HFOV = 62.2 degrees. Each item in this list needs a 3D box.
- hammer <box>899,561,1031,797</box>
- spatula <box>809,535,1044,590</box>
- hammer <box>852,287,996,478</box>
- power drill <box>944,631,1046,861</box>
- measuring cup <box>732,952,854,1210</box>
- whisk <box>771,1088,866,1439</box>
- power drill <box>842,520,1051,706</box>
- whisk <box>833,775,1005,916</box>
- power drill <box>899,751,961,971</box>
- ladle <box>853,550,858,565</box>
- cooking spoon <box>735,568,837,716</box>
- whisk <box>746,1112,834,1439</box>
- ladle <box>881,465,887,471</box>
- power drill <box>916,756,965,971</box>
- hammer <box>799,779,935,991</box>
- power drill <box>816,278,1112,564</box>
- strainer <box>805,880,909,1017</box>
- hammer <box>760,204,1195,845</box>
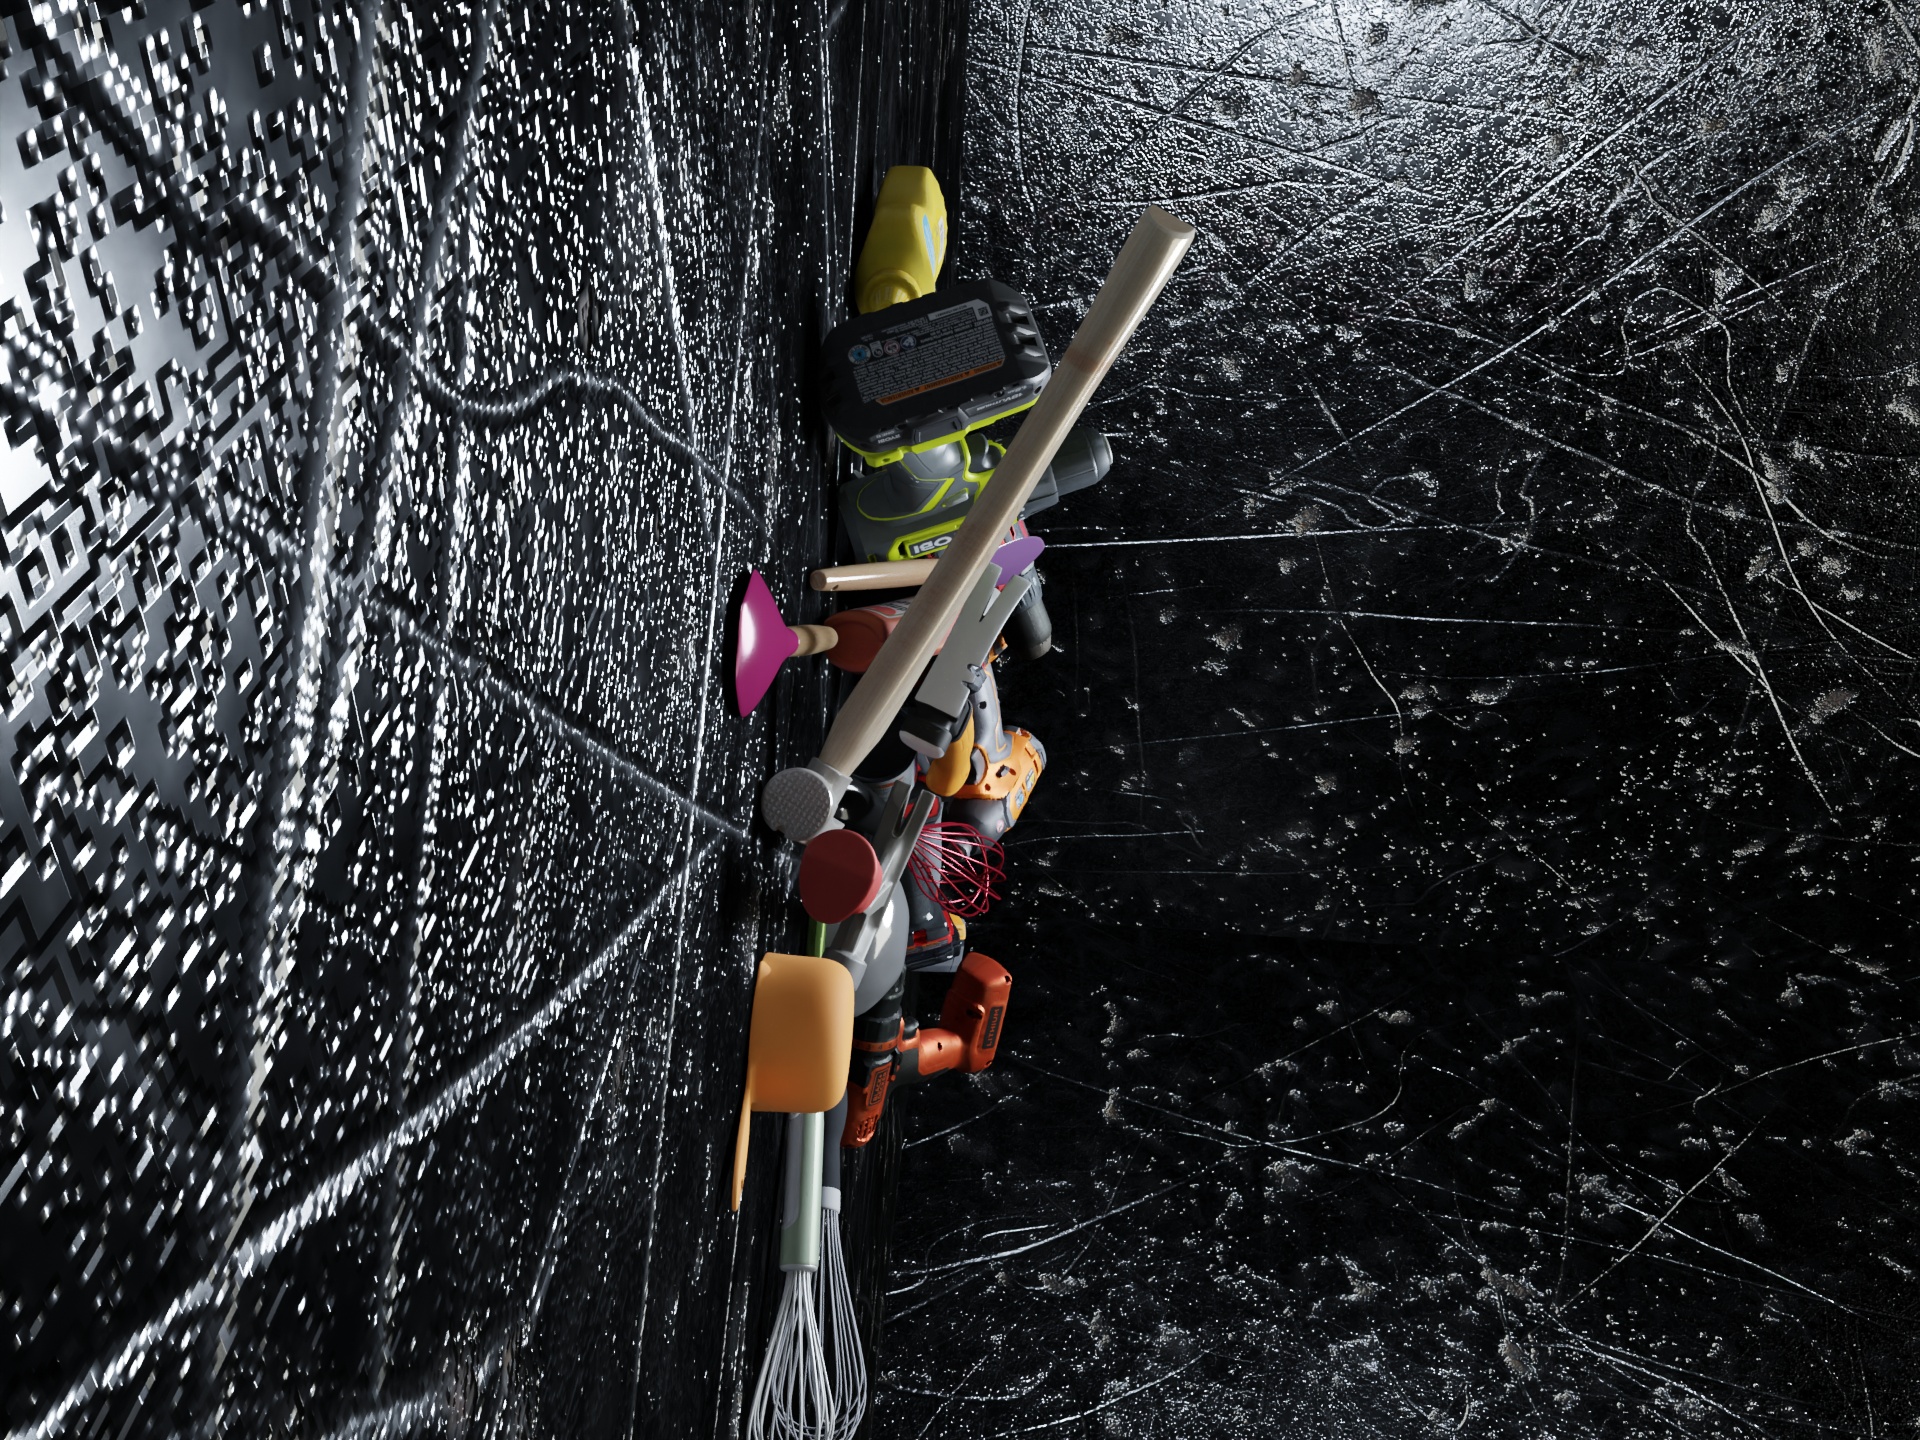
[{"bbox_3d":[-0.002,-0.004,1.128,0.336,0.034,0.127,96,19,-77],"label":"hammer"},{"bbox_3d":[-0.015,-0.106,1.111,0.059,0.018,0.316,-44,167,25],"label":"spatula"},{"bbox_3d":[-0.028,-0.292,1.254,0.033,0.128,0.331,43,33,-49],"label":"hammer"},{"bbox_3d":[0.007,0.007,1.429,0.164,0.084,0.226,-58,141,-47],"label":"power drill"},{"bbox_3d":[-0.088,0.196,0.853,0.174,0.052,0.095,-88,-178,-60],"label":"measuring cup"},{"bbox_3d":[-0.099,0.375,1.133,0.070,0.070,0.285,93,-4,-55],"label":"whisk"},{"bbox_3d":[0.006,-0.096,1.285,0.187,0.080,0.227,67,31,-24],"label":"power drill"},{"bbox_3d":[-0.034,0.092,1.207,0.295,0.073,0.073,39,51,-59],"label":"whisk"},{"bbox_3d":[-0.056,0.101,1.389,0.143,0.078,0.219,-119,-159,-51],"label":"power drill"},{"bbox_3d":[-0.074,-0.109,1.310,0.315,0.031,0.069,87,12,-67],"label":"ladle"},{"bbox_3d":[-0.089,-0.042,0.846,0.319,0.017,0.069,-66,161,-86],"label":"cooking spoon"},{"bbox_3d":[-0.104,0.357,1.012,0.058,0.059,0.247,-30,-130,45],"label":"whisk"},{"bbox_3d":[-0.051,-0.212,1.423,0.320,0.062,0.078,97,-7,-56],"label":"ladle"},{"bbox_3d":[-0.051,0.128,1.590,0.185,0.084,0.226,178,-83,-68],"label":"power drill"},{"bbox_3d":[-0.056,0.087,0.936,0.359,0.037,0.149,95,16,-80],"label":"hammer"},{"bbox_3d":[0.005,-0.184,1.031,0.228,0.190,0.080,73,-1,-72],"label":"power drill"},{"bbox_3d":[-0.071,0.152,1.231,0.256,0.069,0.151,-71,165,-81],"label":"strainer"},{"bbox_3d":[0.014,-0.109,0.907,0.410,0.038,0.146,-58,177,-4],"label":"hammer"}]
